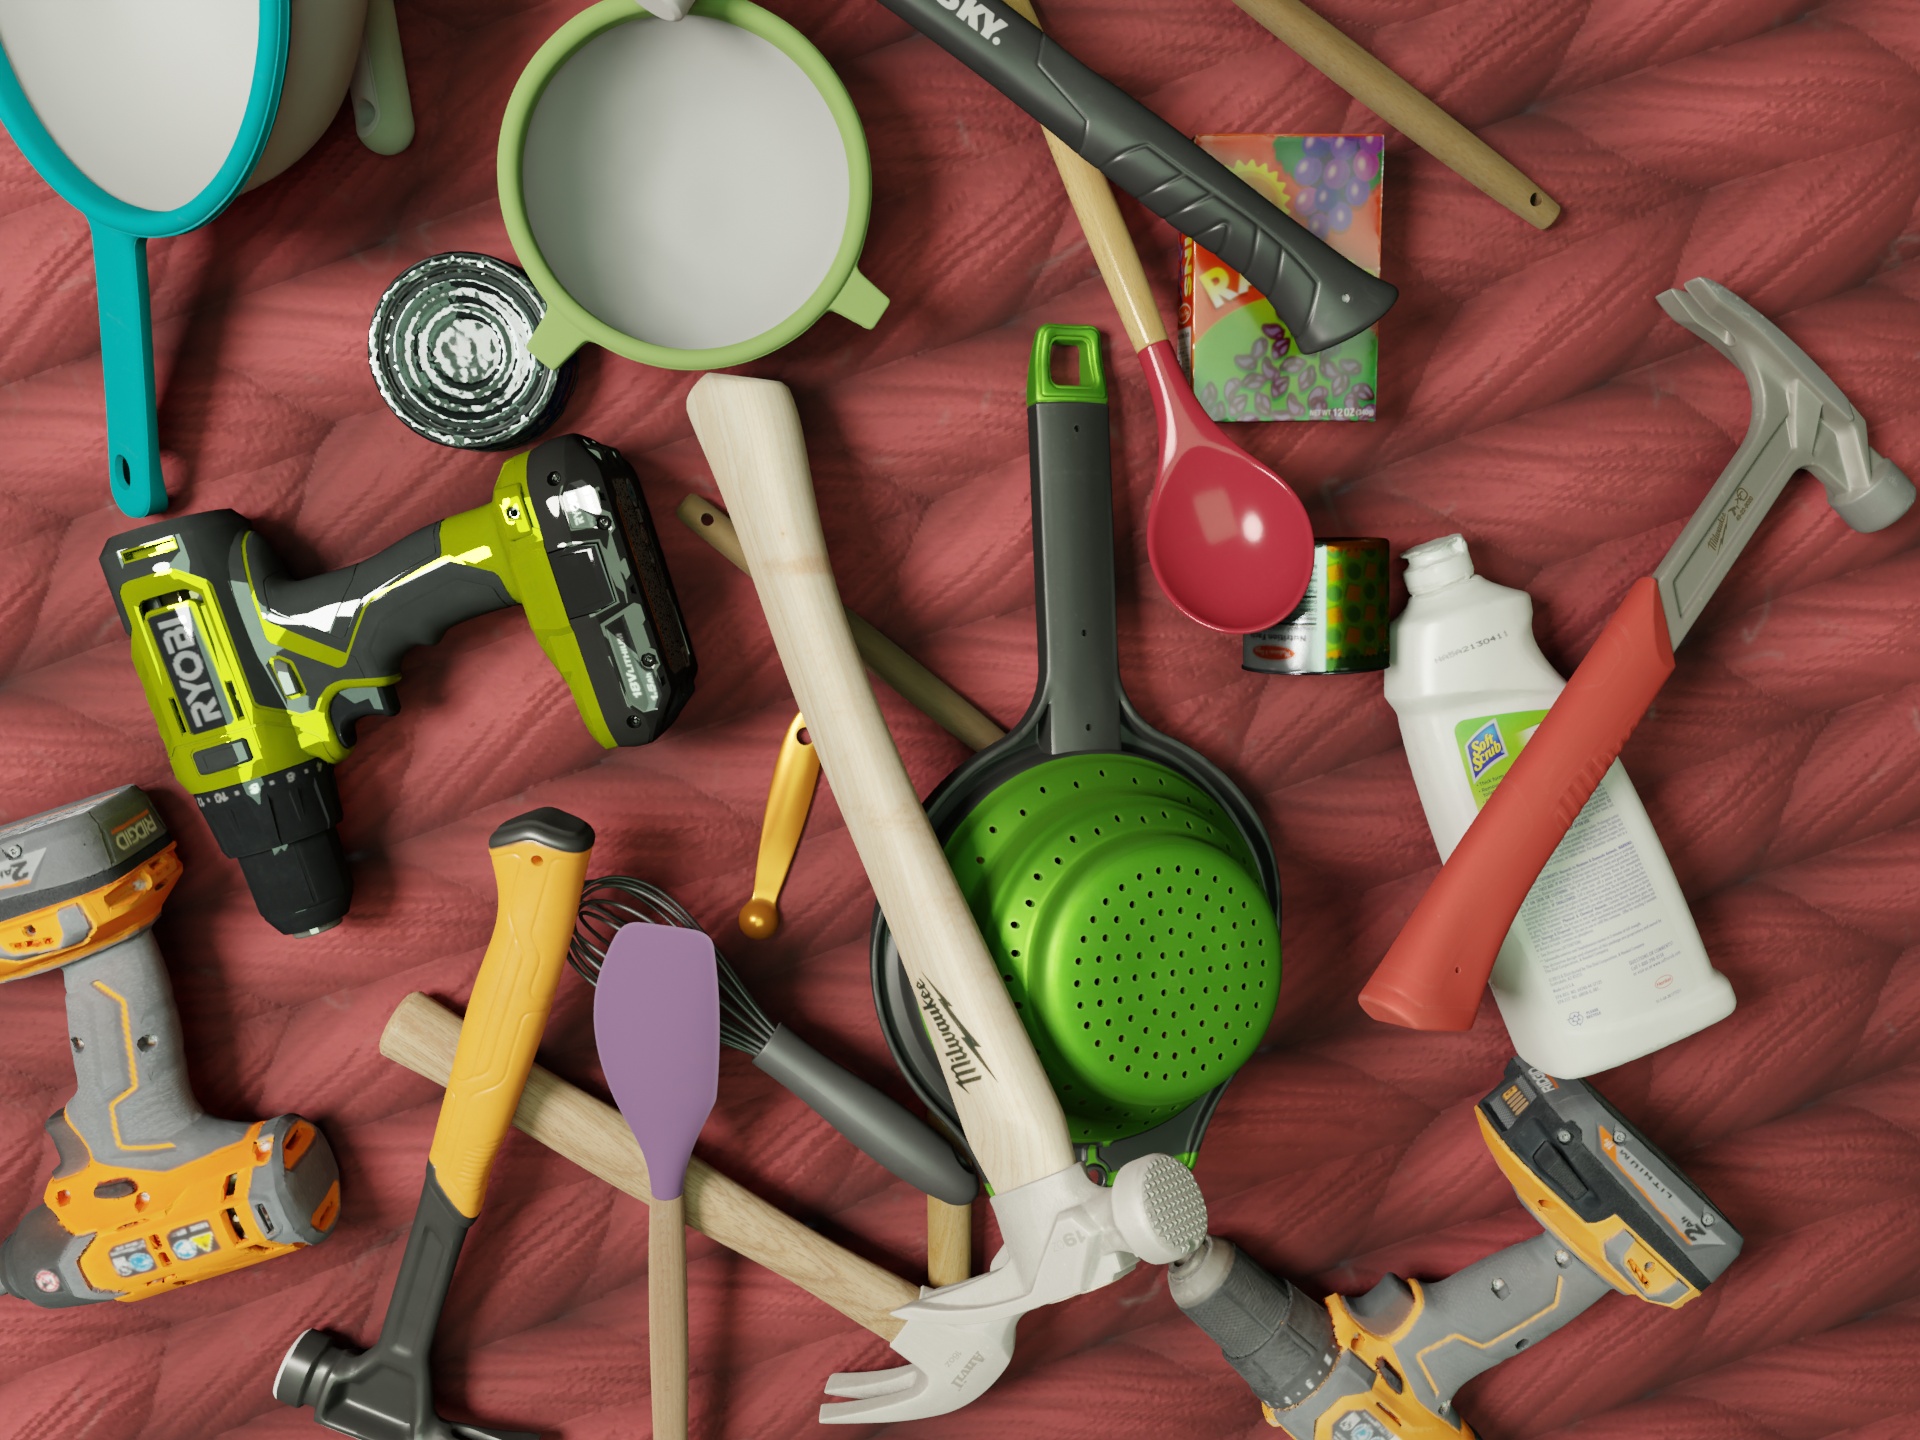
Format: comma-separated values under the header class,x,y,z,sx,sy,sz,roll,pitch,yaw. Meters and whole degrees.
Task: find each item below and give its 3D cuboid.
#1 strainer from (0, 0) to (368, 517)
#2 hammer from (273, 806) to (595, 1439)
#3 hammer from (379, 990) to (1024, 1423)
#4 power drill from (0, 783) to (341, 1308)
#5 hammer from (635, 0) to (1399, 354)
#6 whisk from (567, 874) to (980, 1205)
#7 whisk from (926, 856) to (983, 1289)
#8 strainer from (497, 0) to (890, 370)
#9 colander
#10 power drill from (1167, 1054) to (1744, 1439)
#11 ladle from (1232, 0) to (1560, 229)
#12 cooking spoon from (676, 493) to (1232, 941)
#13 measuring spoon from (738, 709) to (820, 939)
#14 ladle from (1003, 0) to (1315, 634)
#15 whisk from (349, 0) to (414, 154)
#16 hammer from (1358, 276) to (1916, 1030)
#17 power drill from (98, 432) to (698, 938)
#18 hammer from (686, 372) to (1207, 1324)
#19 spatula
class,x,y,z,sx,sy,sz,roll,pitch,yaw
strainer,-0.314,-0.248,0.657,0.211,0.095,0.340,27,122,23
hammer,-0.217,0.196,0.722,0.127,0.034,0.336,20,107,2
hammer,-0.125,0.227,0.755,0.331,0.031,0.130,31,109,-2
power drill,-0.401,0.159,0.720,0.164,0.084,0.226,-18,103,1
hammer,0.041,-0.260,0.643,0.334,0.035,0.146,33,89,-12
whisk,-0.089,0.150,0.735,0.239,0.055,0.055,37,96,-2
whisk,-0.002,0.166,0.759,0.051,0.047,0.245,2,103,9
strainer,-0.123,-0.275,0.667,0.151,0.069,0.256,-9,99,-6
colander,0.067,0.021,0.687,0.204,0.094,0.397,-3,91,-20
power drill,0.229,0.262,0.765,0.185,0.084,0.226,42,99,-6
ladle,0.132,-0.309,0.696,0.320,0.062,0.078,31,93,-13
cooking spoon,-0.001,-0.002,0.742,0.319,0.017,0.069,38,89,-8
measuring spoon,-0.084,0.049,0.750,0.021,0.011,0.117,14,98,-5
ladle,0.072,-0.185,0.687,0.069,0.031,0.315,-22,87,5
whisk,-0.261,-0.365,0.662,0.058,0.059,0.246,3,106,36
hammer,0.278,-0.020,0.694,0.149,0.037,0.359,40,78,-9
power drill,-0.240,-0.017,0.702,0.228,0.080,0.190,-16,99,3
hammer,-0.039,0.039,0.663,0.146,0.038,0.411,-34,71,36
spatula,-0.137,0.240,0.734,0.060,0.018,0.315,5,106,12
